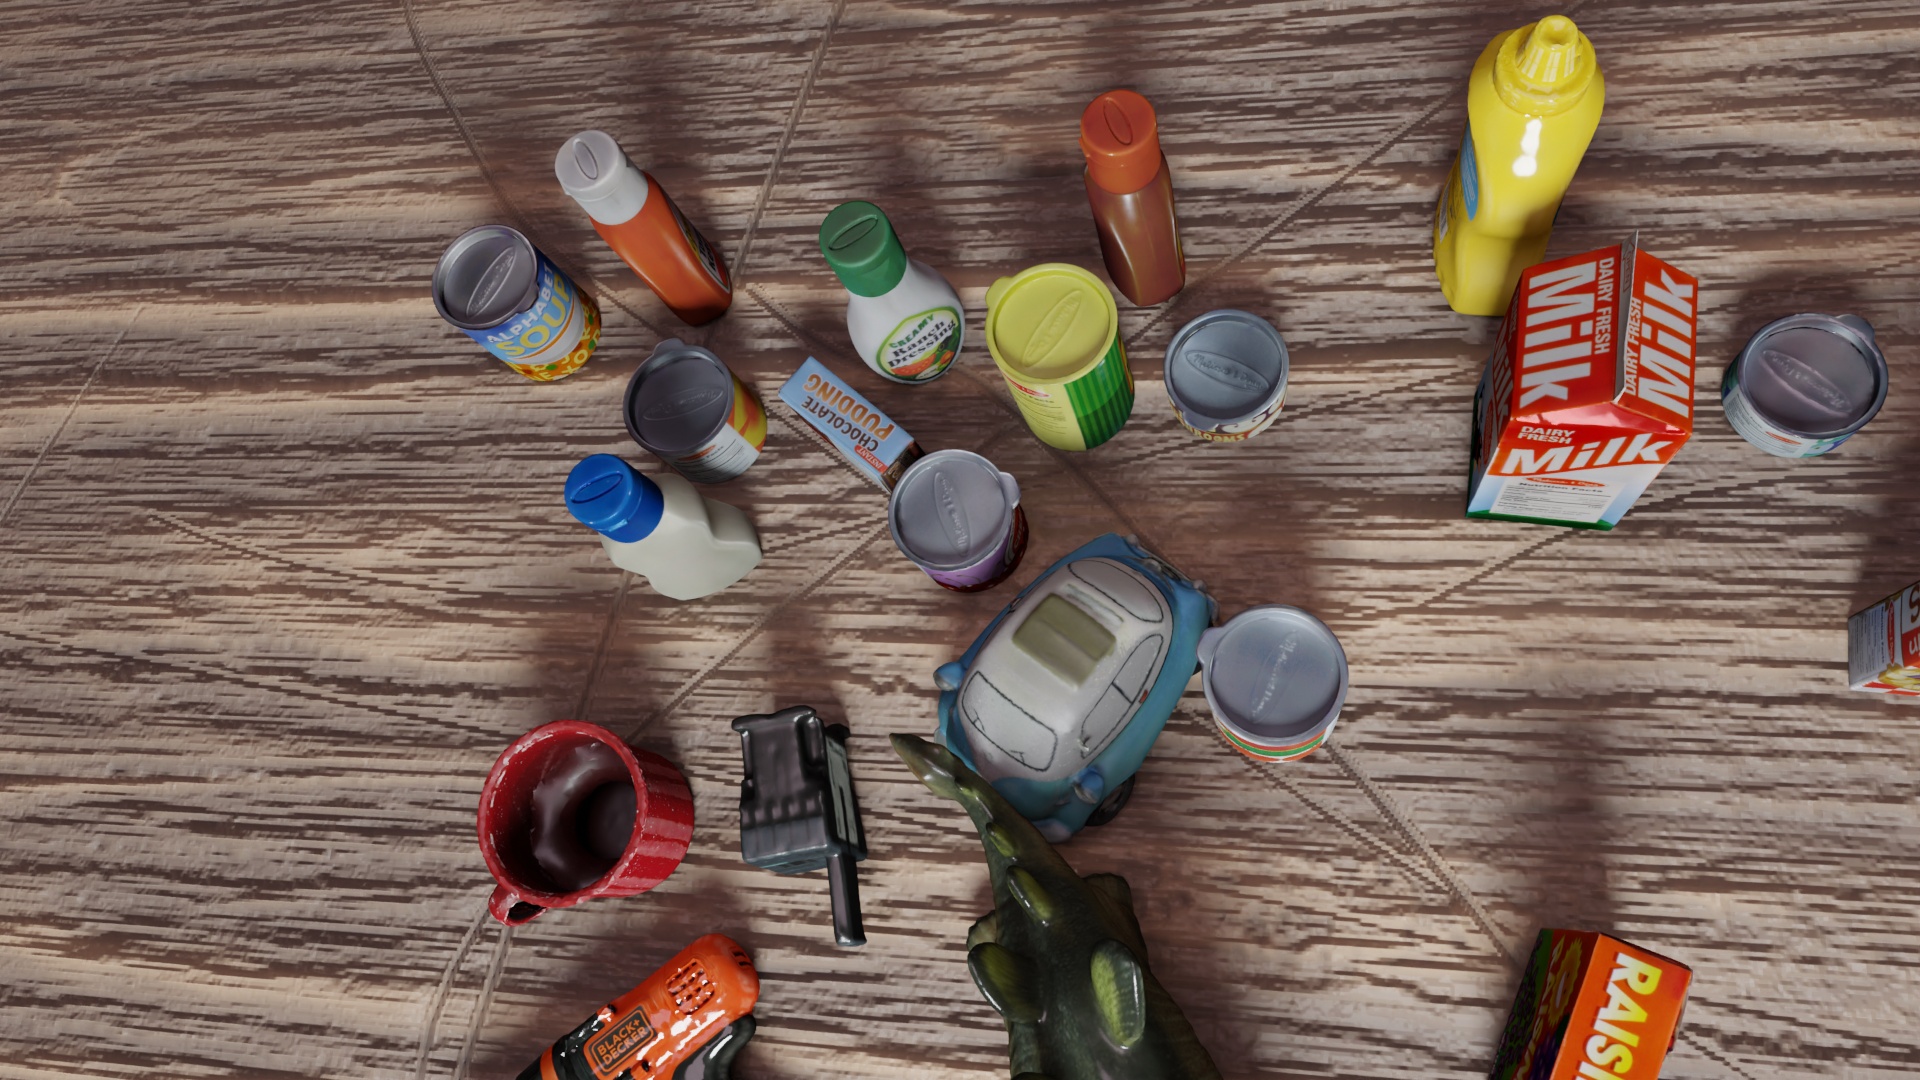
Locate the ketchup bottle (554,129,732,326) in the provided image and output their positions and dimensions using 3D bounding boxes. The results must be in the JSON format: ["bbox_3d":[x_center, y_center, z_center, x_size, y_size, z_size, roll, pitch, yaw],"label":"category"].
[{"bbox_3d":[-0.178,-0.177,0.786,0.043,0.148,0.065,-30,71,3],"label":"ketchup bottle"}]

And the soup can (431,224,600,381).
[{"bbox_3d":[-0.260,-0.138,0.828,0.071,0.083,0.071,-3,74,12],"label":"soup can"}]

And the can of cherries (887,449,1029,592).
[{"bbox_3d":[0.003,-0.009,0.747,0.071,0.058,0.071,-3,74,12],"label":"can of cherries"}]

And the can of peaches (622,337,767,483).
[{"bbox_3d":[-0.152,-0.074,0.799,0.071,0.058,0.071,-3,74,12],"label":"can of peaches"}]

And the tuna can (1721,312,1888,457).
[{"bbox_3d":[0.418,-0.078,0.688,0.071,0.032,0.071,-3,74,12],"label":"tuna can"}]

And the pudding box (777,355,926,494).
[{"bbox_3d":[-0.059,-0.063,0.780,0.084,0.049,0.030,39,86,19],"label":"pudding box"}]

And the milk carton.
[{"bbox_3d":[0.281,-0.066,0.631,0.073,0.190,0.072,6,77,14],"label":"milk carton"}]

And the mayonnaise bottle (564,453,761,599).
[{"bbox_3d":[-0.158,-0.007,0.734,0.065,0.148,0.041,-26,71,5],"label":"mayonnaise bottle"}]

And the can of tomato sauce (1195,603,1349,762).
[{"bbox_3d":[0.151,0.072,0.678,0.071,0.083,0.071,-3,74,12],"label":"can of tomato sauce"}]

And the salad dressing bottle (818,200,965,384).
[{"bbox_3d":[-0.037,-0.131,0.743,0.064,0.147,0.044,-33,71,2],"label":"salad dressing bottle"}]

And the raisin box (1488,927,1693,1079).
[{"bbox_3d":[0.264,0.213,0.592,0.040,0.123,0.086,21,81,17],"label":"raisin box"}]

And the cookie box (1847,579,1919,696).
[{"bbox_3d":[0.467,0.036,0.573,0.123,0.167,0.040,5,76,14],"label":"cookie box"}]

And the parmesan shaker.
[{"bbox_3d":[0.053,-0.096,0.736,0.071,0.103,0.071,-3,74,12],"label":"parmesan shaker"}]

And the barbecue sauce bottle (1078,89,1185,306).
[{"bbox_3d":[0.090,-0.180,0.728,0.043,0.148,0.065,-22,71,6],"label":"barbecue sauce bottle"}]

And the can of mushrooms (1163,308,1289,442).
[{"bbox_3d":[0.143,-0.086,0.751,0.071,0.033,0.071,-3,74,12],"label":"can of mushrooms"}]
